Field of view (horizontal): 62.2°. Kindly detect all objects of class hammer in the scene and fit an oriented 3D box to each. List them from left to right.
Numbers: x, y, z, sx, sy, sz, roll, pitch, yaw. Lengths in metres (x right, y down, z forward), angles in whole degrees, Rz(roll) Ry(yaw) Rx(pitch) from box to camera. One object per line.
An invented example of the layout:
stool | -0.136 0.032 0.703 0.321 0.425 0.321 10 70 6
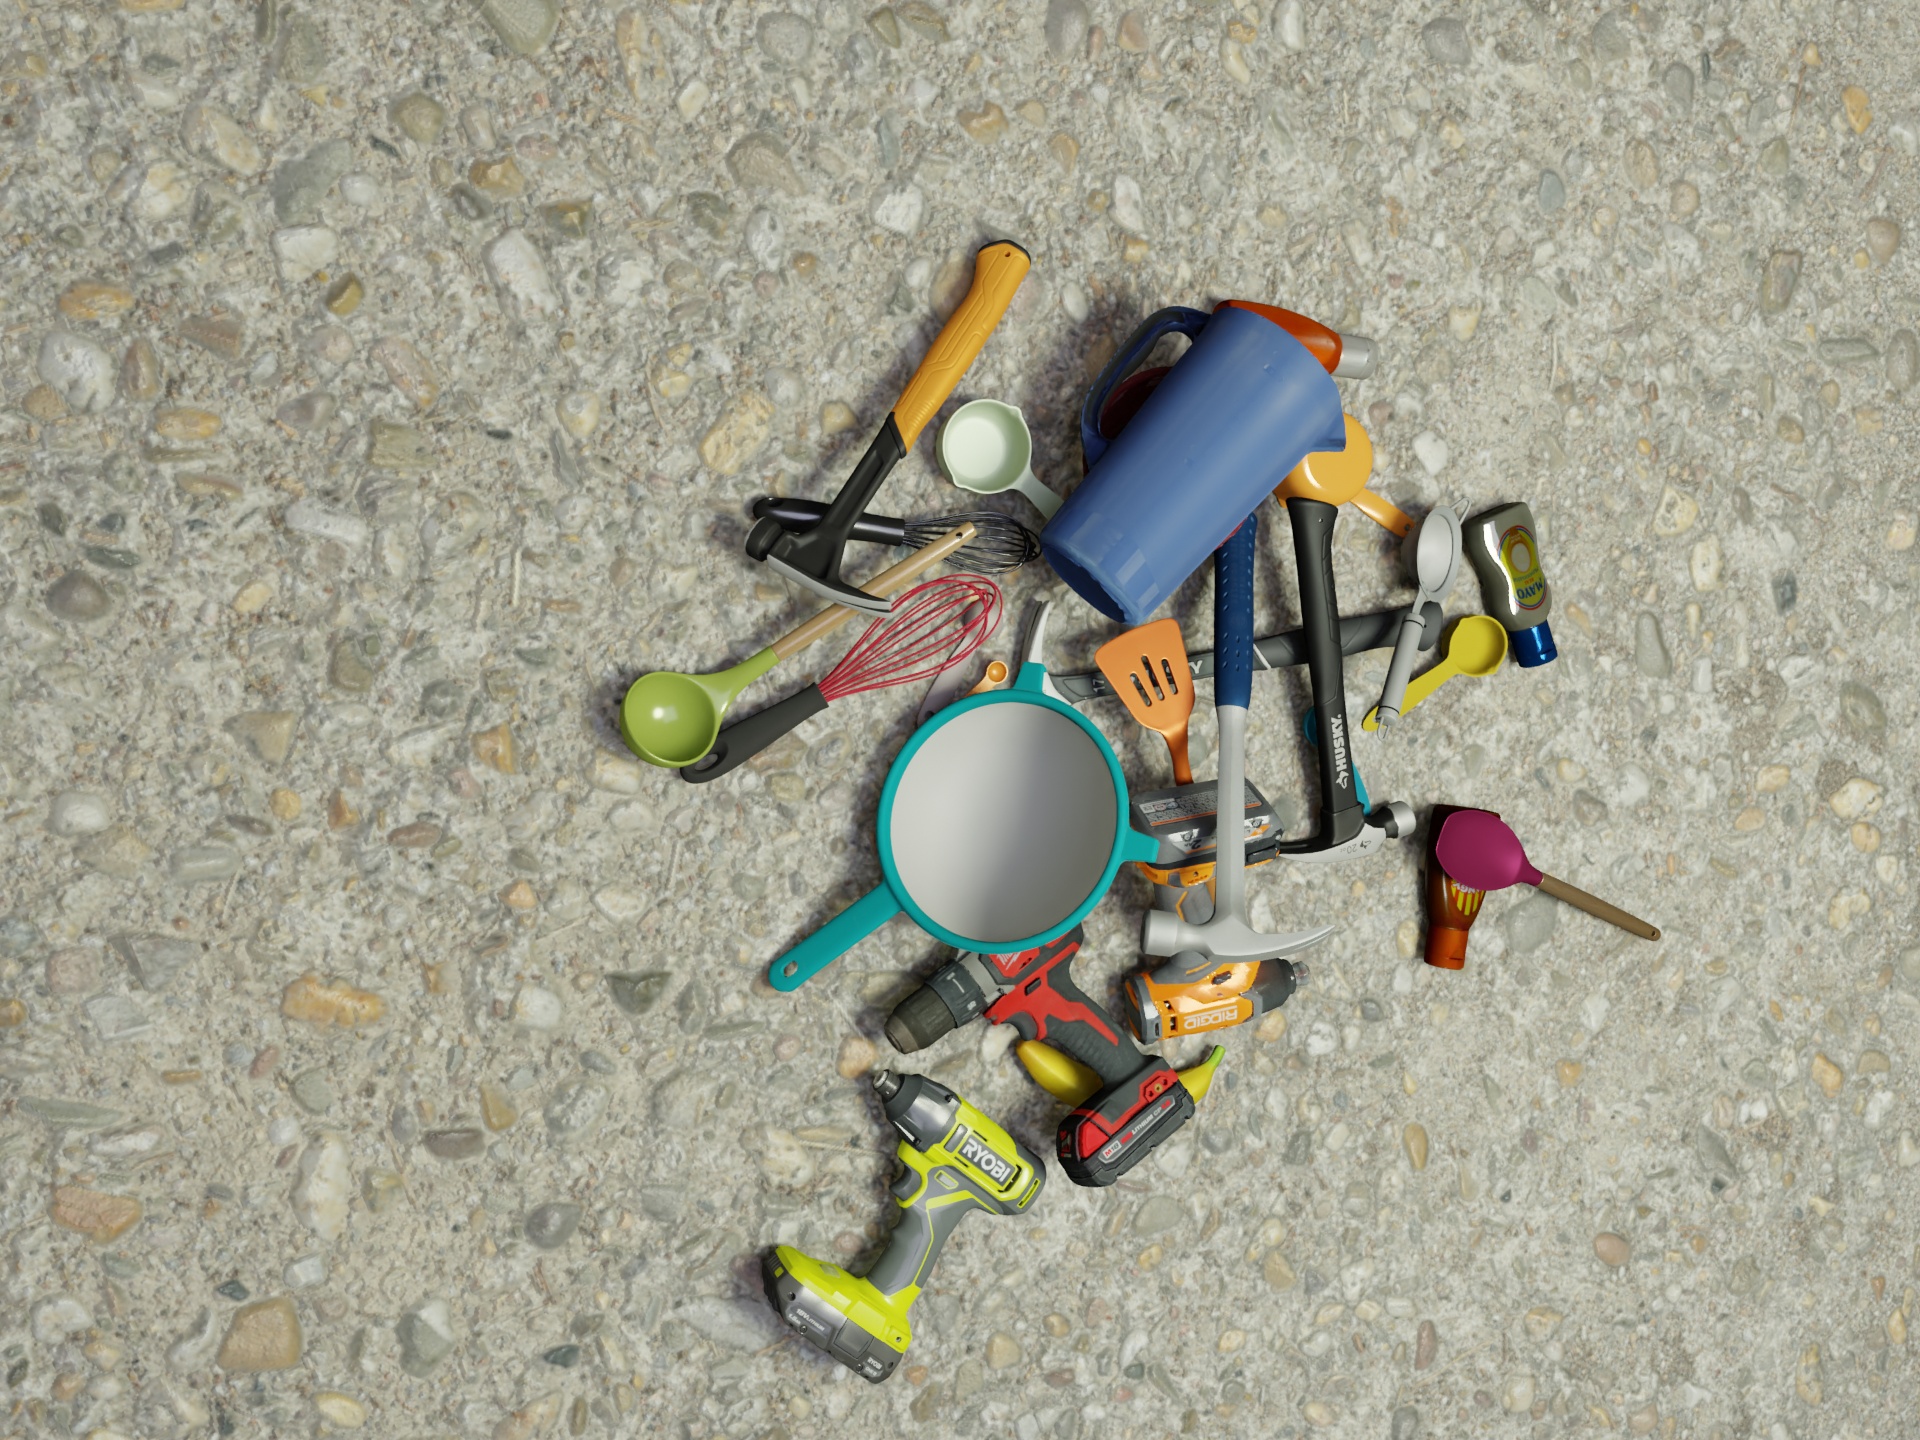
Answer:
hammer | -0.031 -0.241 1.256 0.127 0.034 0.337 28 75 10
hammer | 0.241 -0.059 1.390 0.409 0.036 0.149 -11 97 -17
hammer | 0.225 0.003 1.285 0.144 0.035 0.406 6 62 -1
hammer | 0.313 -0.032 1.379 0.146 0.035 0.334 -17 110 -17

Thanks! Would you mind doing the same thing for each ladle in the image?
ladle | -0.123 -0.067 1.243 0.320 0.062 0.078 -33 92 -4

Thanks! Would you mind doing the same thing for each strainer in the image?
strainer | -0.005 0.124 1.297 0.340 0.095 0.211 -37 66 12
strainer | 0.396 -0.093 1.394 0.086 0.050 0.259 47 56 -41

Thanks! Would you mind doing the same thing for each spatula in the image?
spatula | 0.194 0.071 1.366 0.081 0.041 0.322 -24 115 -15

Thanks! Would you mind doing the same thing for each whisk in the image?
whisk | -0.095 -0.031 1.277 0.296 0.073 0.073 -31 103 -6
whisk | -0.049 -0.155 1.287 0.239 0.055 0.055 7 93 -13

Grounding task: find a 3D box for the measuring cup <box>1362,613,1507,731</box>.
measuring cup | 0.429 -0.041 1.459 0.156 0.029 0.062 -36 104 1

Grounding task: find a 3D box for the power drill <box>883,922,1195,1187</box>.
power drill | 0.064 0.276 1.316 0.188 0.080 0.227 -34 86 -18

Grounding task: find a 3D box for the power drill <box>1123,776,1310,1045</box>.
power drill | 0.220 0.164 1.347 0.164 0.084 0.226 -10 118 -9

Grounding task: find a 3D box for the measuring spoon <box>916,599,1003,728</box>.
measuring spoon | -0.001 -0.044 1.324 0.034 0.018 0.124 31 86 -17

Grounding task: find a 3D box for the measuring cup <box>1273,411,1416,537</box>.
measuring cup | 0.350 -0.208 1.399 0.173 0.052 0.095 30 86 -16

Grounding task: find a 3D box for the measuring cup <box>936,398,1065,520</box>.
measuring cup | 0.049 -0.196 1.317 0.167 0.038 0.083 40 83 -18

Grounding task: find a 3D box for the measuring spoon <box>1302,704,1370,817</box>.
measuring spoon | 0.341 0.037 1.442 0.042 0.021 0.128 -32 112 -11

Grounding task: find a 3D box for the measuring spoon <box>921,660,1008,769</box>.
measuring spoon | -0.002 -0.004 1.333 0.021 0.011 0.117 42 86 -22

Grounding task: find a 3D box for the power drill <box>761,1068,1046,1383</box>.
power drill | -0.056 0.412 1.320 0.171 0.080 0.223 41 79 -16

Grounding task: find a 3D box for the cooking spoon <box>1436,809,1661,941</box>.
cooking spoon | 0.553 0.155 1.485 0.318 0.017 0.069 24 85 -28
